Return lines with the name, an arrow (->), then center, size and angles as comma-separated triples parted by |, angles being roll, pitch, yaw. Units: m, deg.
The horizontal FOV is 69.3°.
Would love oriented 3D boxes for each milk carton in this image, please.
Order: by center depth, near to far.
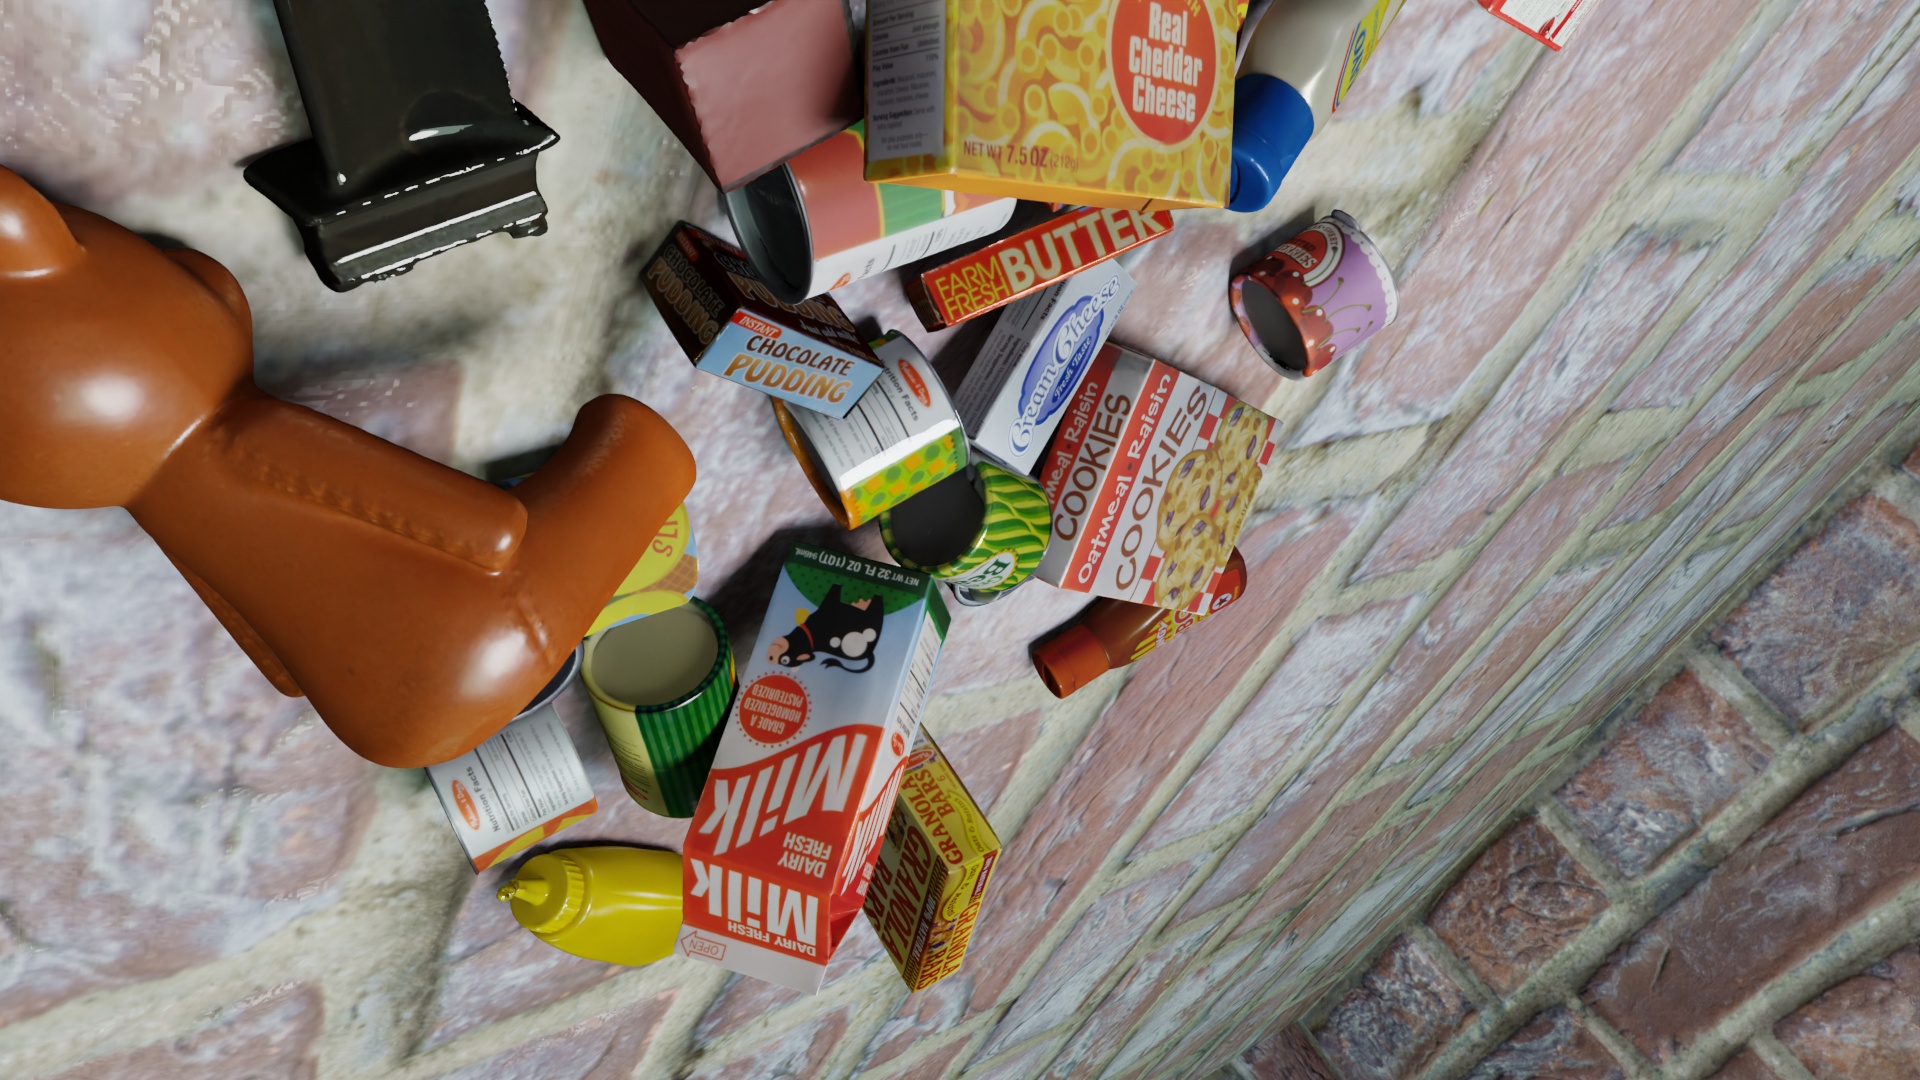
milk carton -> -0.068, 0.105, 0.641 | 0.073, 0.072, 0.191 | 72, 33, -69

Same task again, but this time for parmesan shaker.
parmesan shaker -> -0.132, 0.079, 0.644 | 0.071, 0.071, 0.102 | -27, 149, -20

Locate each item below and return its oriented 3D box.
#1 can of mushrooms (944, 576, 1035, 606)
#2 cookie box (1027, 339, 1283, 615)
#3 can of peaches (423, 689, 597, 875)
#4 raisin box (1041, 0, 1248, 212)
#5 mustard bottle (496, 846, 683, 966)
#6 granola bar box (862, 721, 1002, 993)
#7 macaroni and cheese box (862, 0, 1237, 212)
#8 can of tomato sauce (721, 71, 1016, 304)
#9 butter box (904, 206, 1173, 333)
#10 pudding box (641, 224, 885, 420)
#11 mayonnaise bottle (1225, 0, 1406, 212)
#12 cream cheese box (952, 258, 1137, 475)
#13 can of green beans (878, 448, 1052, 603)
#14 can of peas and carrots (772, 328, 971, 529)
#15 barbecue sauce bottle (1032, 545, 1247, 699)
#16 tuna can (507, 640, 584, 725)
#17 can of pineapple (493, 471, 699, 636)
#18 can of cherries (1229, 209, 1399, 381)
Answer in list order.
can of mushrooms -> 0.017, 0.002, 0.742 | 0.071, 0.033, 0.070 | -28, 149, -19
cookie box -> 0.103, -0.029, 0.749 | 0.167, 0.040, 0.122 | 13, 101, -54
can of peaches -> -0.200, 0.103, 0.612 | 0.058, 0.071, 0.071 | -26, 148, -22
raisin box -> 0.063, -0.193, 0.514 | 0.086, 0.040, 0.122 | -26, 148, -20
mustard bottle -> -0.198, 0.196, 0.760 | 0.065, 0.049, 0.160 | -41, 150, 4
granola bar box -> -0.034, 0.184, 0.848 | 0.039, 0.124, 0.164 | -21, 147, -26
macaroni and cheese box -> 0.030, -0.184, 0.399 | 0.124, 0.040, 0.166 | -7, 101, -44
can of tomato sauce -> -0.032, -0.127, 0.475 | 0.083, 0.071, 0.070 | -25, 148, -24
butter box -> 0.030, -0.114, 0.563 | 0.104, 0.024, 0.053 | -24, -170, -8
pudding box -> -0.072, -0.079, 0.513 | 0.030, 0.050, 0.084 | -46, 149, 18
mayonnaise bottle -> 0.138, -0.192, 0.540 | 0.148, 0.041, 0.064 | -57, 162, -18
cream cheese box -> 0.036, -0.085, 0.624 | 0.103, 0.024, 0.053 | -60, 147, 2
can of green beans -> 0.002, -0.011, 0.674 | 0.071, 0.071, 0.058 | -48, 149, 16
can of peas and carrots -> -0.038, -0.045, 0.583 | 0.059, 0.071, 0.070 | -30, 150, -13
barbecue sauce bottle -> 0.117, 0.051, 0.914 | 0.149, 0.044, 0.064 | -30, 151, -14
tuna can -> -0.192, 0.044, 0.568 | 0.071, 0.033, 0.070 | -28, 149, -18
can of pineapple -> -0.140, 0.001, 0.531 | 0.058, 0.071, 0.070 | -19, 146, -32
can of cherries -> 0.180, -0.126, 0.715 | 0.058, 0.072, 0.071 | -33, 150, -8
